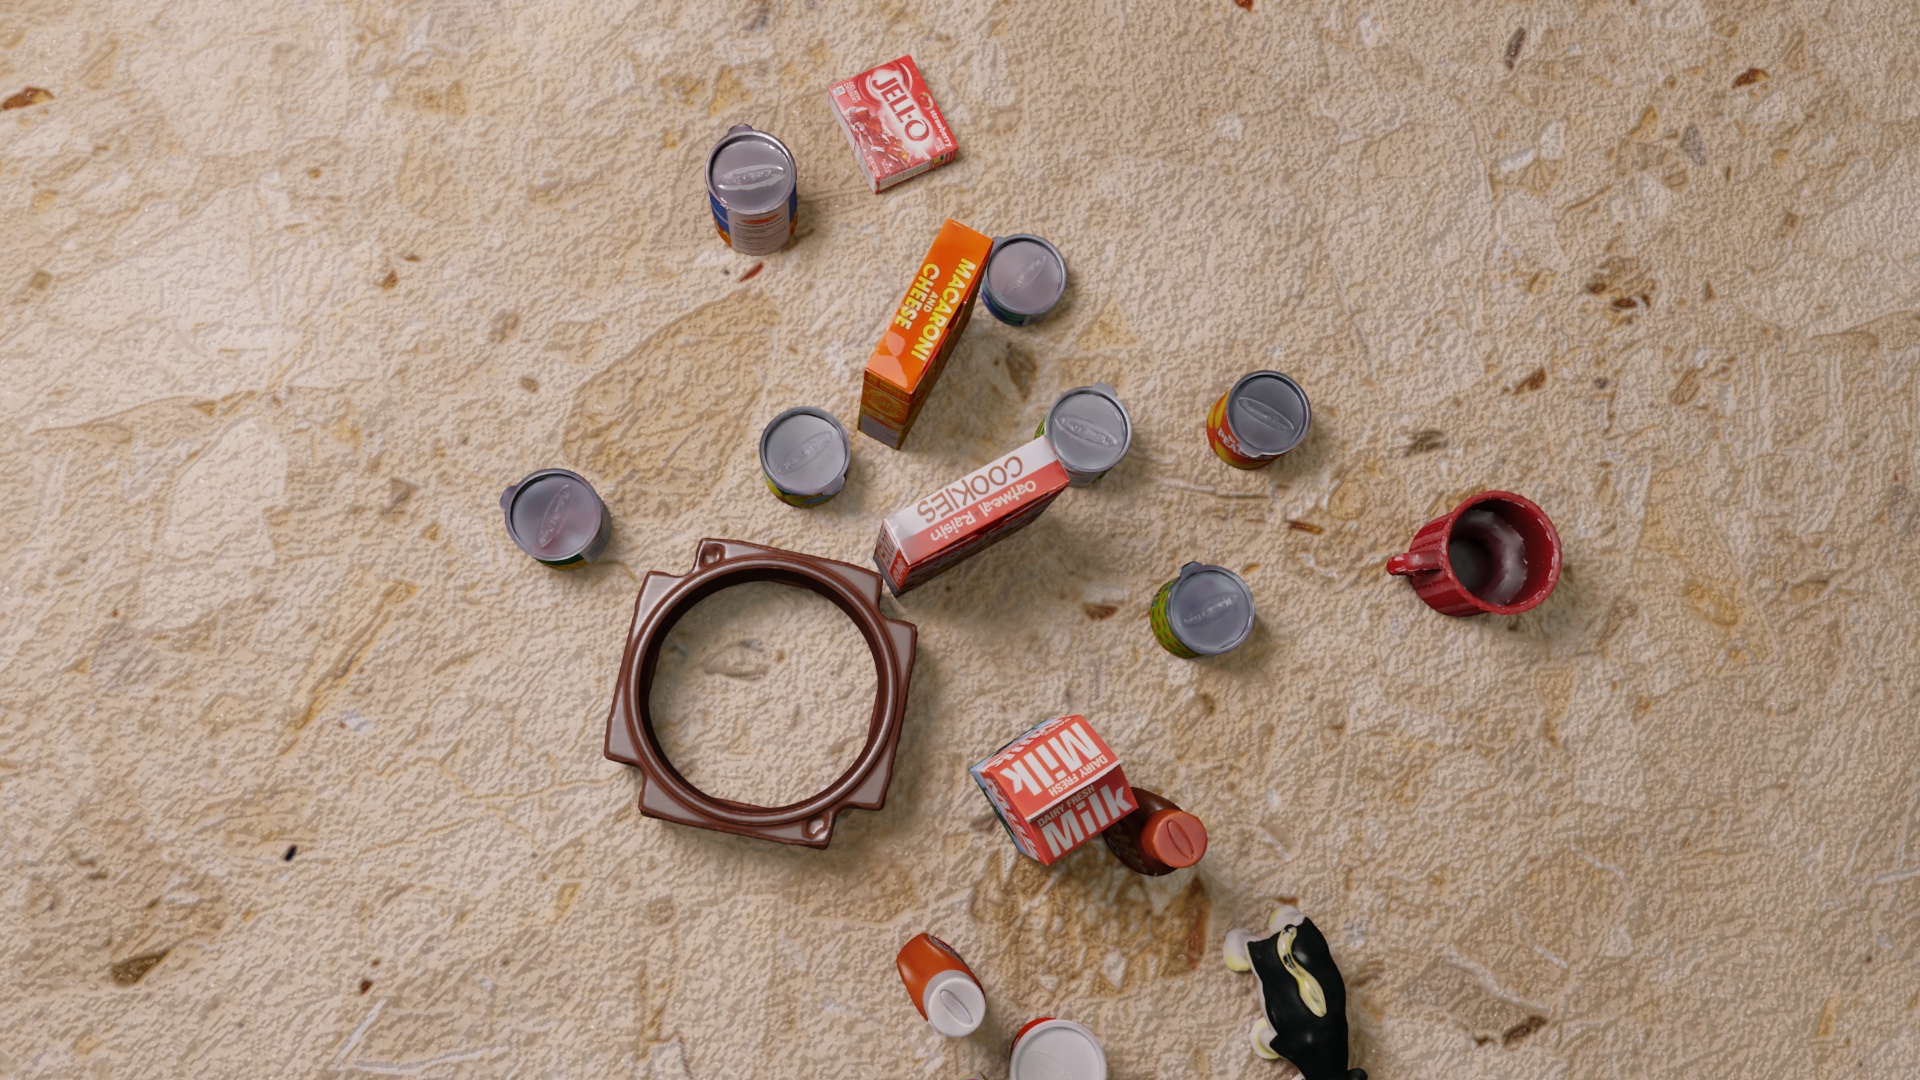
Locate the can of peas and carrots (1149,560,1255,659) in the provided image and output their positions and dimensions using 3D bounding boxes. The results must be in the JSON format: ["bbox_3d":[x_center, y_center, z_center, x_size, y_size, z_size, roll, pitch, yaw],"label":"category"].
[{"bbox_3d":[0.179,0.053,1.040,0.071,0.058,0.071,1,80,-6],"label":"can of peas and carrots"}]

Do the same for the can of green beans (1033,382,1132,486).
[{"bbox_3d":[0.092,-0.078,1.054,0.071,0.057,0.071,1,80,-6],"label":"can of green beans"}]

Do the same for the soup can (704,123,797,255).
[{"bbox_3d":[-0.156,-0.263,1.046,0.071,0.083,0.071,1,80,-6],"label":"soup can"}]

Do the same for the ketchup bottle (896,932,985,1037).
[{"bbox_3d":[-0.010,0.302,0.931,0.043,0.148,0.065,-44,88,-11],"label":"ketchup bottle"}]

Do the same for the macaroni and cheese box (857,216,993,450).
[{"bbox_3d":[-0.027,-0.143,0.997,0.040,0.166,0.124,28,79,-1],"label":"macaroni and cheese box"}]

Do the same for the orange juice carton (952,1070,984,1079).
[{"bbox_3d":[0.001,0.406,0.891,0.073,0.192,0.072,-17,83,-8],"label":"orange juice carton"}]

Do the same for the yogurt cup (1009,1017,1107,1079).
[{"bbox_3d":[0.065,0.368,0.976,0.072,0.054,0.072,1,80,-6],"label":"yogurt cup"}]

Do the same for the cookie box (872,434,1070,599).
[{"bbox_3d":[0.003,-0.012,0.977,0.123,0.167,0.040,-29,85,-10],"label":"cookie box"}]

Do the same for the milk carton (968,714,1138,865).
[{"bbox_3d":[0.062,0.167,0.941,0.072,0.190,0.073,-31,85,-10],"label":"milk carton"}]

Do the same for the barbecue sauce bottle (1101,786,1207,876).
[{"bbox_3d":[0.134,0.203,0.964,0.044,0.148,0.065,-31,85,-10],"label":"barbecue sauce bottle"}]

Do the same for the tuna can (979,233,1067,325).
[{"bbox_3d":[0.046,-0.204,1.084,0.071,0.032,0.071,1,80,-6],"label":"tuna can"}]

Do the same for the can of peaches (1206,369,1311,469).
[{"bbox_3d":[0.227,-0.090,1.071,0.071,0.058,0.071,1,80,-6],"label":"can of peaches"}]

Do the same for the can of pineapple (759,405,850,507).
[{"bbox_3d":[-0.114,-0.059,1.028,0.071,0.057,0.071,1,80,-6],"label":"can of pineapple"}]

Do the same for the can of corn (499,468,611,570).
[{"bbox_3d":[-0.291,-0.015,1.001,0.071,0.058,0.071,1,80,-6],"label":"can of corn"}]
